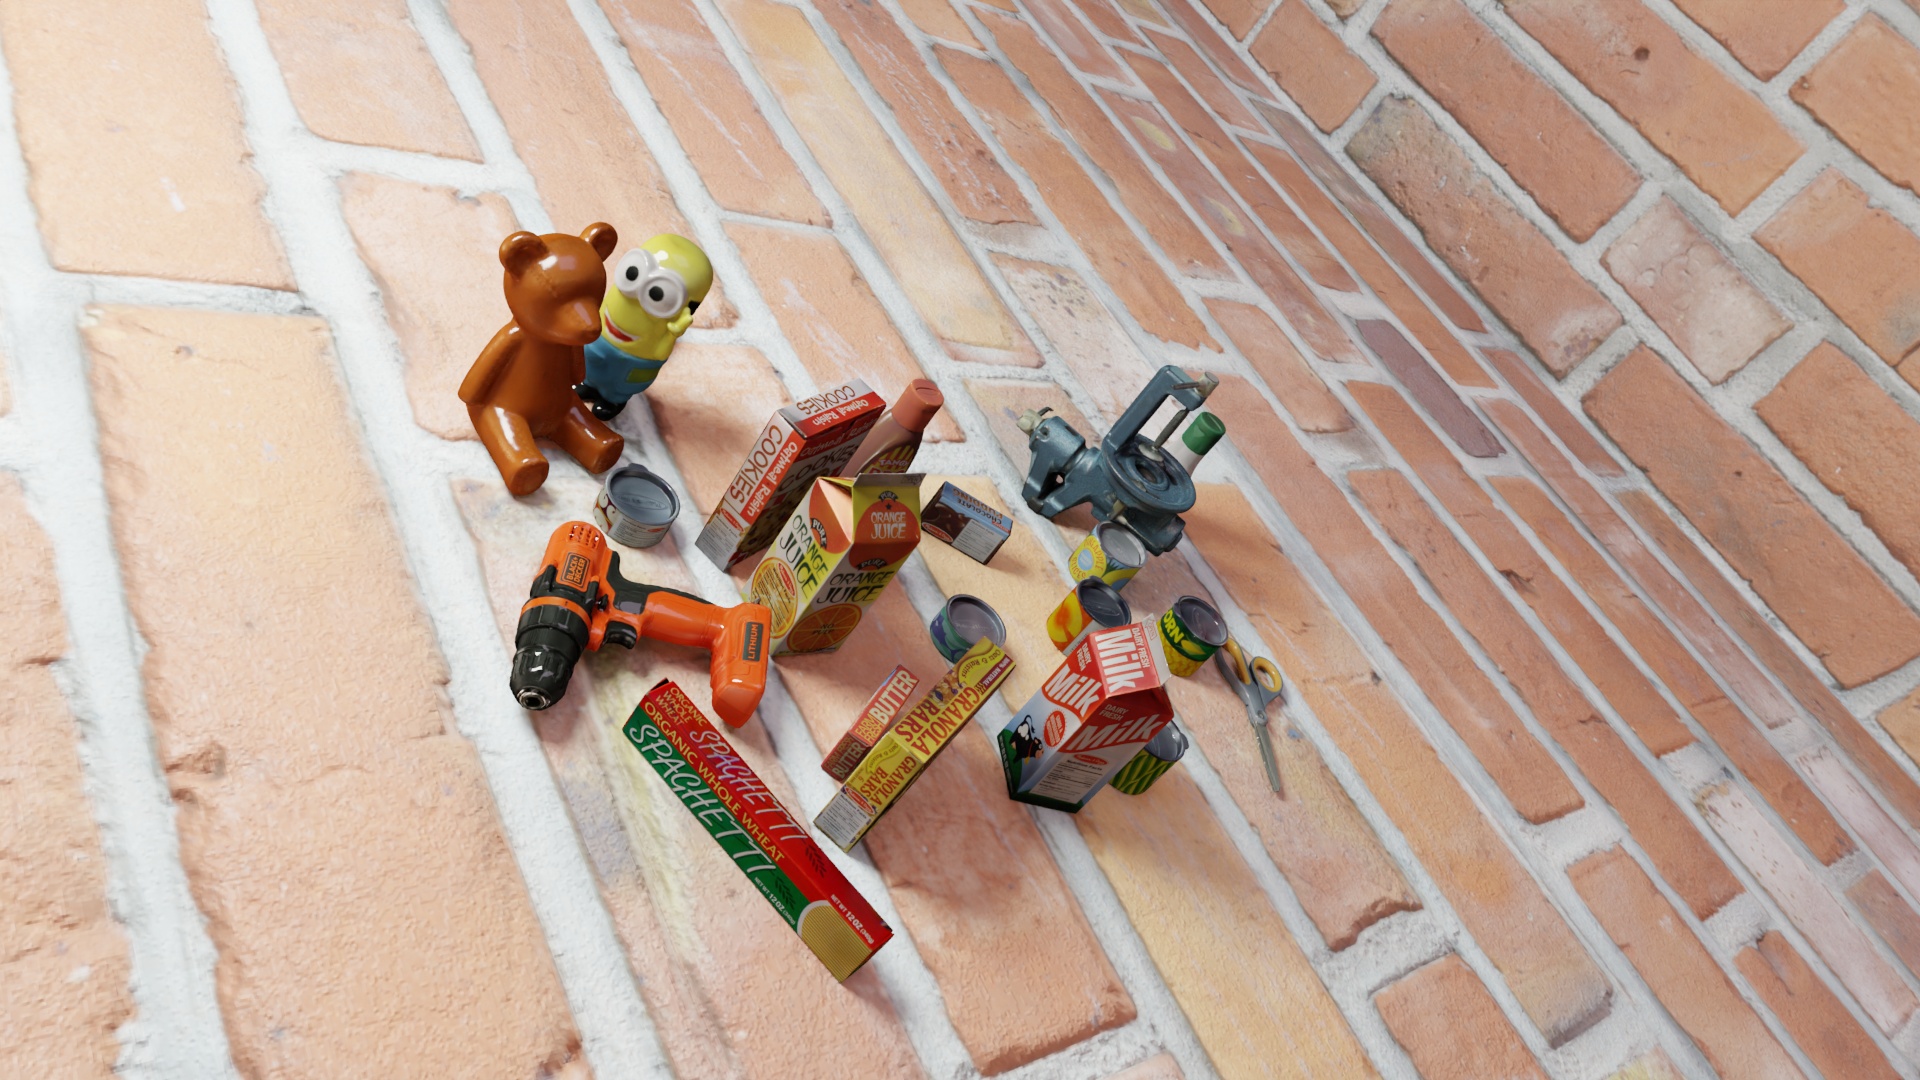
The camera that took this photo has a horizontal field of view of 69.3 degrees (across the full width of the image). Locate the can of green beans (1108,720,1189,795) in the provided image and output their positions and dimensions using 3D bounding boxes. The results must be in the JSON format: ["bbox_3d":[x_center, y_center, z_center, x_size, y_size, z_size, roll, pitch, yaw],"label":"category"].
[{"bbox_3d":[0.165,0.194,1.289,0.071,0.057,0.071,24,36,-19],"label":"can of green beans"}]

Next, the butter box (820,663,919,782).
[{"bbox_3d":[-0.073,0.148,1.132,0.024,0.053,0.104,38,34,0],"label":"butter box"}]

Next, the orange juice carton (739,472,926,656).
[{"bbox_3d":[-0.101,0.009,1.145,0.072,0.191,0.073,-1,50,-43],"label":"orange juice carton"}]

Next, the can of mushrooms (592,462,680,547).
[{"bbox_3d":[-0.274,-0.030,1.174,0.071,0.033,0.071,24,36,-19],"label":"can of mushrooms"}]

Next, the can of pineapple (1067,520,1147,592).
[{"bbox_3d":[0.155,0.021,1.481,0.071,0.057,0.071,24,36,-19],"label":"can of pineapple"}]

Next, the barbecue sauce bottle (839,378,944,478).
[{"bbox_3d":[-0.068,-0.091,1.330,0.065,0.147,0.044,2,48,-41],"label":"barbecue sauce bottle"}]

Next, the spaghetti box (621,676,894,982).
[{"bbox_3d":[-0.149,0.206,0.998,0.250,0.050,0.029,46,35,12],"label":"spaghetti box"}]

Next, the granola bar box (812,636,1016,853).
[{"bbox_3d":[-0.033,0.158,1.093,0.039,0.123,0.166,42,34,6],"label":"granola bar box"}]

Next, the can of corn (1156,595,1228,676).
[{"bbox_3d":[0.236,0.100,1.462,0.071,0.058,0.071,24,36,-19],"label":"can of corn"}]

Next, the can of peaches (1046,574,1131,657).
[{"bbox_3d":[0.127,0.079,1.389,0.071,0.057,0.071,24,36,-19],"label":"can of peaches"}]

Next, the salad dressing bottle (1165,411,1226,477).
[{"bbox_3d":[0.249,-0.087,1.613,0.044,0.147,0.064,-10,56,-48],"label":"salad dressing bottle"}]

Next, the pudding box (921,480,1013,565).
[{"bbox_3d":[0.005,-0.018,1.398,0.083,0.049,0.030,30,35,-12],"label":"pudding box"}]

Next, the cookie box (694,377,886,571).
[{"bbox_3d":[-0.146,-0.058,1.204,0.040,0.166,0.123,44,34,9],"label":"cookie box"}]

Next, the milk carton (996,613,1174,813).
[{"bbox_3d":[0.115,0.146,1.182,0.073,0.189,0.073,18,39,-27],"label":"milk carton"}]

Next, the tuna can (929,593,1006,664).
[{"bbox_3d":[0.008,0.087,1.294,0.071,0.032,0.071,24,36,-19],"label":"tuna can"}]
